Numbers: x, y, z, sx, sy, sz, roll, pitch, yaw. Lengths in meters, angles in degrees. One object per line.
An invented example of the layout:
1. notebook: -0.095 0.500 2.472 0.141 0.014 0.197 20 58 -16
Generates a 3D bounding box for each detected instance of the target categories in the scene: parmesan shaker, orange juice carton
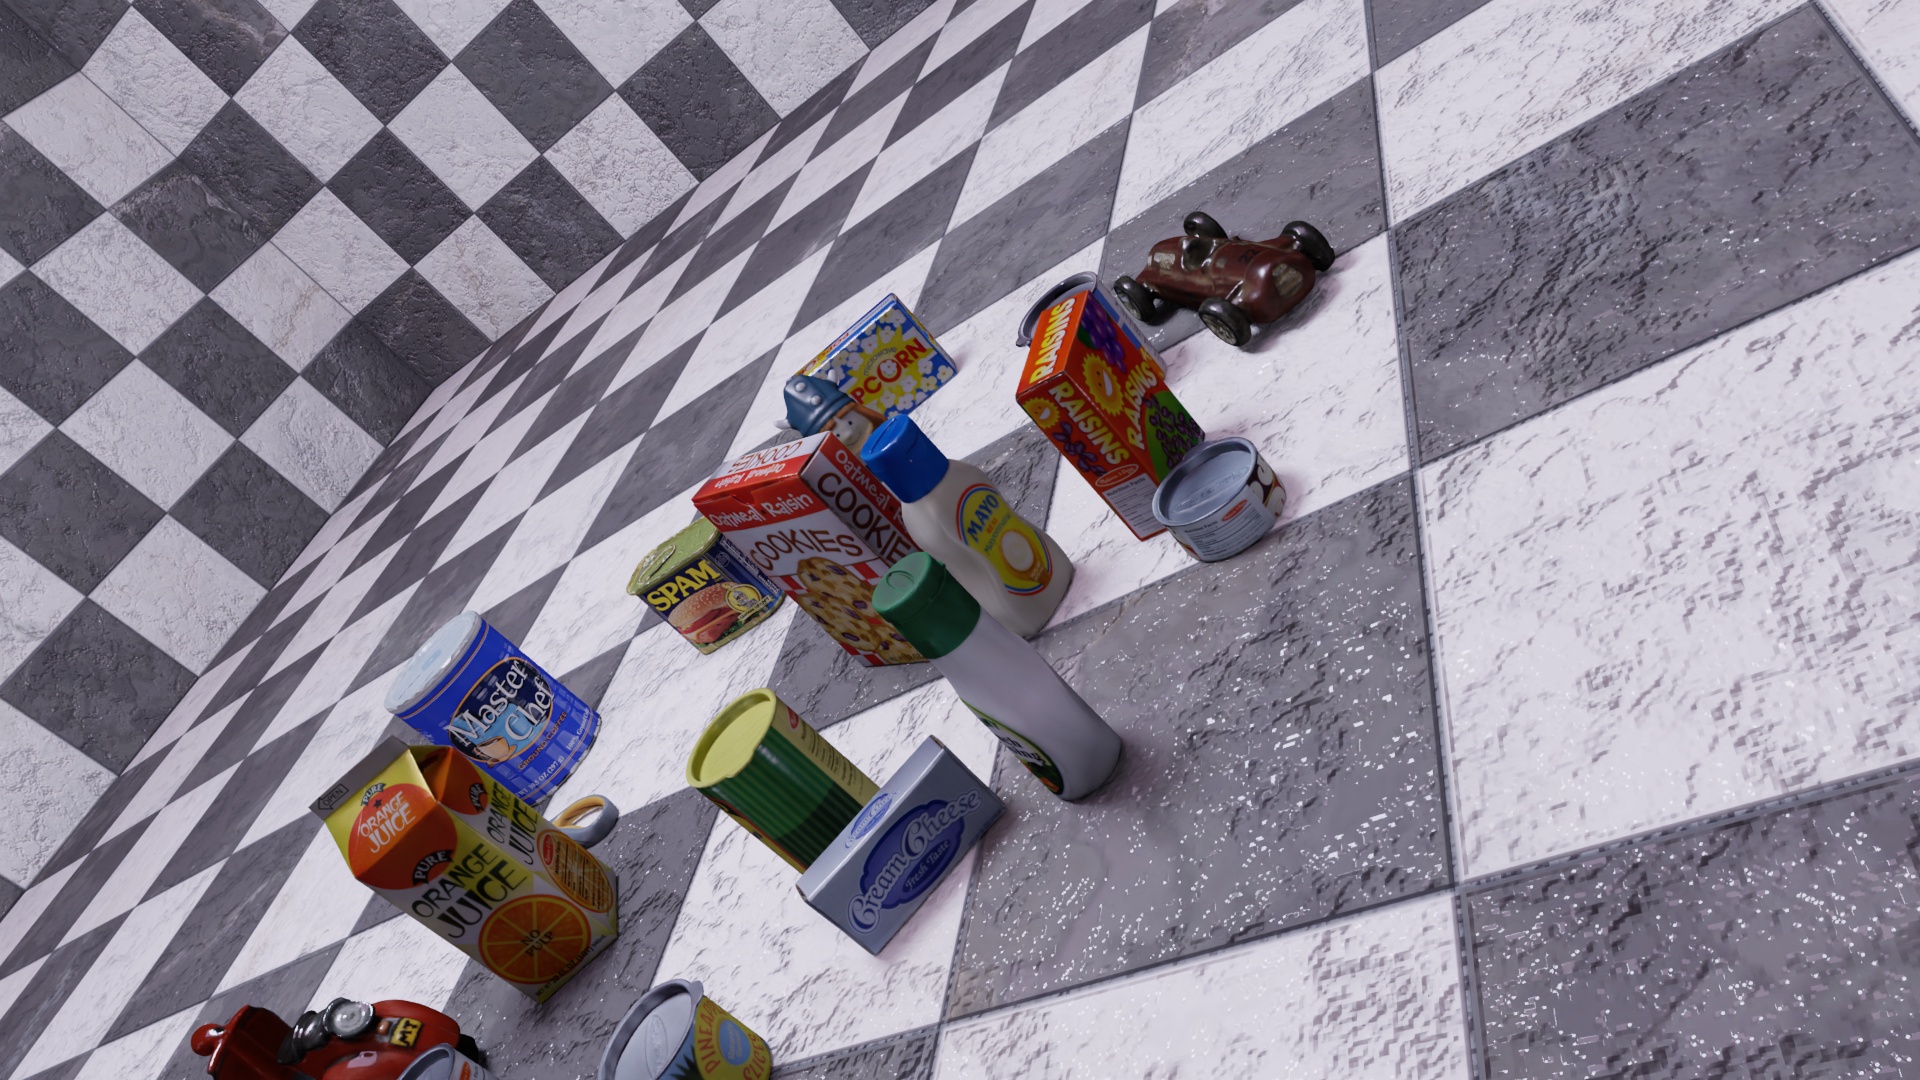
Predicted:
1. parmesan shaker: -0.092 0.140 0.767 0.071 0.103 0.072 -34 27 20
2. orange juice carton: -0.314 0.203 0.888 0.072 0.192 0.073 -42 25 4

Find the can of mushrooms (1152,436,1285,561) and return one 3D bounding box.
1. can of mushrooms: 0.142 -0.024 0.763 0.071 0.033 0.071 -34 27 20

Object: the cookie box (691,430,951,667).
1. cookie box: -0.070 0.011 0.861 0.122 0.167 0.040 -10 41 49

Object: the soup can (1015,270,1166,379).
1. soup can: 0.088 -0.128 0.945 0.071 0.083 0.072 -34 27 20

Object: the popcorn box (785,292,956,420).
1. popcorn box: -0.078 -0.142 1.206 0.126 0.085 0.038 -39 25 9

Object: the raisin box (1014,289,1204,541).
1. raisin box: 0.089 -0.073 0.811 0.040 0.123 0.086 -25 31 35

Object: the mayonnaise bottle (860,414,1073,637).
1. mayonnaise bottle: 0.003 -0.010 0.810 0.041 0.148 0.065 -10 41 50

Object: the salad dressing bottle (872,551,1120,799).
1. salad dressing bottle: 0.018 0.066 0.671 0.044 0.147 0.064 -48 25 -10

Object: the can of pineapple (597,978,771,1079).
1. can of pineapple: -0.136 0.263 0.694 0.071 0.057 0.071 -34 27 20

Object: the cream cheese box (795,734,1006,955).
1. cream cheese box: -0.030 0.156 0.710 0.104 0.053 0.024 -47 25 -8

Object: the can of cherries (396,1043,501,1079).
1. can of cherries: -0.301 0.341 0.813 0.071 0.058 0.072 -34 27 20
